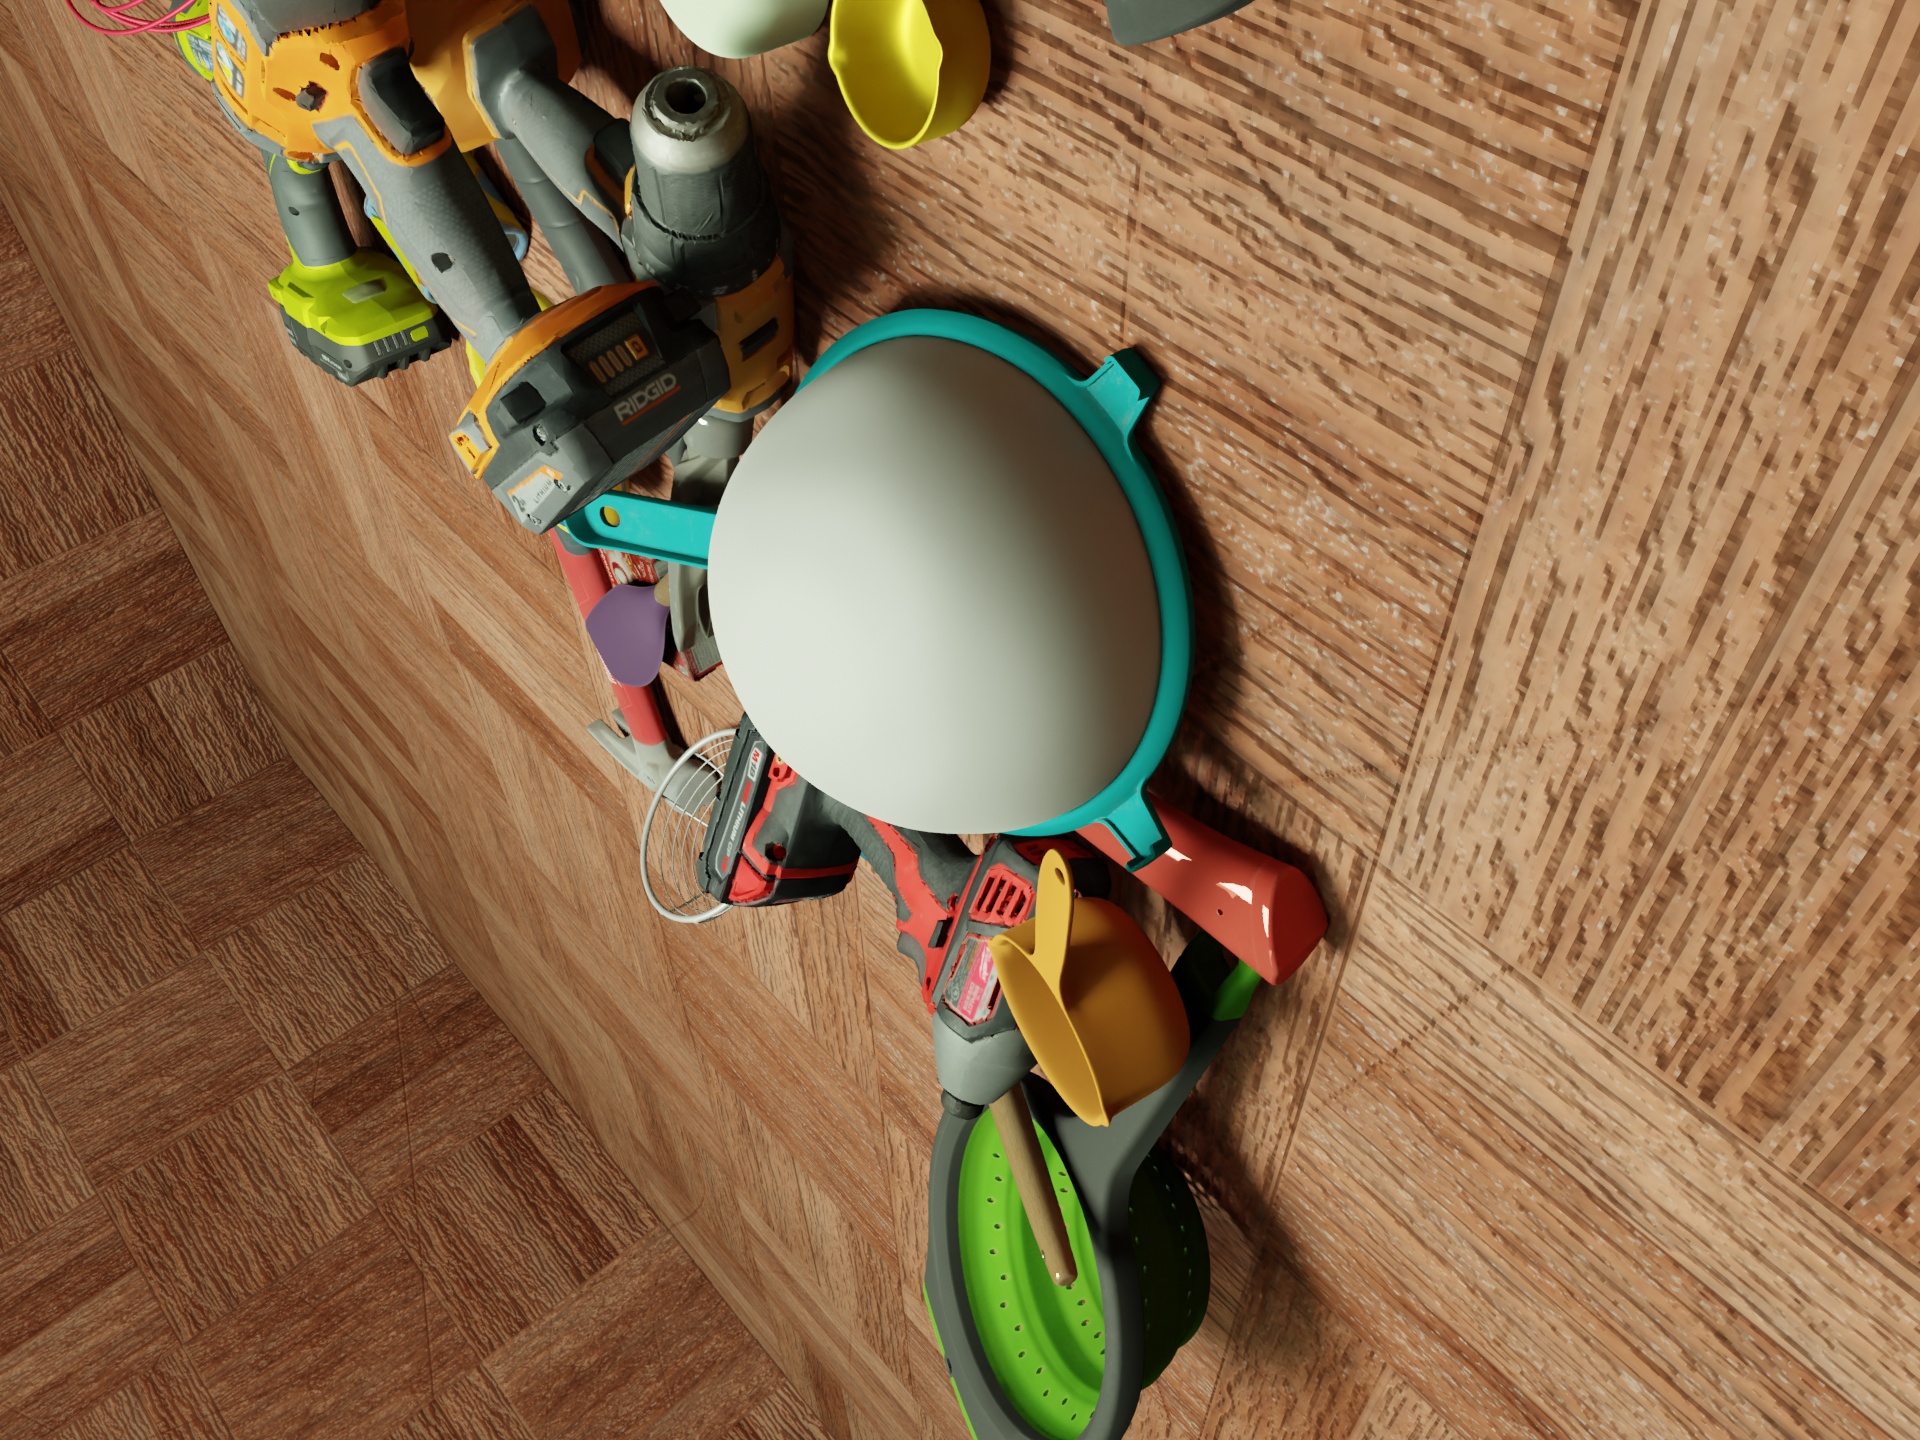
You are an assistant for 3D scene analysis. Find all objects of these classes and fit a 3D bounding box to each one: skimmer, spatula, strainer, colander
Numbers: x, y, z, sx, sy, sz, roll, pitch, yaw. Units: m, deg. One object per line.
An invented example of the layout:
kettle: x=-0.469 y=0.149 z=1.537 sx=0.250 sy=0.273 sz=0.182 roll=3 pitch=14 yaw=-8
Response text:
skimmer: x=-0.132 y=-0.003 z=0.894 sx=0.363 sy=0.090 sz=0.127 roll=109 pitch=158 yaw=-56
spatula: x=-0.152 y=-0.075 z=0.872 sx=0.060 sy=0.018 sz=0.316 roll=61 pitch=149 yaw=-1
strainer: x=-0.074 y=-0.052 z=0.628 sx=0.340 sy=0.095 sz=0.210 roll=15 pitch=120 yaw=37
spatula: x=-0.004 y=0.149 z=0.829 sx=0.082 sy=0.044 sz=0.318 roll=89 pitch=165 yaw=-45
colander: x=0.090 y=0.226 z=0.790 sx=0.205 sy=0.094 sz=0.396 roll=65 pitch=145 yaw=39

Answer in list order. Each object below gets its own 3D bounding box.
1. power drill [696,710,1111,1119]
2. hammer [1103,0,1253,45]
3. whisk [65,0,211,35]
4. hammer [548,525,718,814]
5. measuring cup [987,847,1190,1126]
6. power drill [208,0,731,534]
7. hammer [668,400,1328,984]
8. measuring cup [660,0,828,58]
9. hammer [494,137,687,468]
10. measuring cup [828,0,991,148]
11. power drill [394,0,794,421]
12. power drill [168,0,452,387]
power drill: x=-0.031 y=0.088 z=0.788 sx=0.220 sy=0.078 sz=0.143 roll=32 pitch=112 yaw=38
hammer: x=-0.033 y=-0.308 z=0.395 sx=0.335 sy=0.035 sz=0.146 roll=50 pitch=133 yaw=-1
whisk: x=-0.229 y=-0.324 z=0.572 sx=0.296 sy=0.073 sz=0.073 roll=-13 pitch=114 yaw=25
hammer: x=-0.258 y=-0.113 z=1.046 sx=0.143 sy=0.038 sz=0.385 roll=32 pitch=146 yaw=43
measuring cup: x=0.056 y=0.091 z=0.628 sx=0.095 sy=0.052 sz=0.173 roll=54 pitch=160 yaw=33
power drill: x=-0.183 y=-0.189 z=0.571 sx=0.226 sy=0.084 sz=0.164 roll=55 pitch=157 yaw=-10
hammer: x=-0.001 y=-0.002 z=0.688 sx=0.359 sy=0.037 sz=0.149 roll=37 pitch=139 yaw=25
measuring cup: x=-0.109 y=-0.307 z=0.552 sx=0.167 sy=0.038 sz=0.083 roll=54 pitch=155 yaw=-2
hammer: x=-0.233 y=-0.306 z=0.777 sx=0.409 sy=0.036 sz=0.149 roll=60 pitch=155 yaw=-10
measuring cup: x=-0.020 y=-0.258 z=0.484 sx=0.062 sy=0.029 sz=0.156 roll=24 pitch=128 yaw=48
power drill: x=-0.149 y=-0.241 z=0.627 sx=0.226 sy=0.084 sz=0.185 roll=49 pitch=167 yaw=9
power drill: x=-0.396 y=-0.332 z=0.986 sx=0.191 sy=0.080 sz=0.228 roll=34 pitch=144 yaw=39
